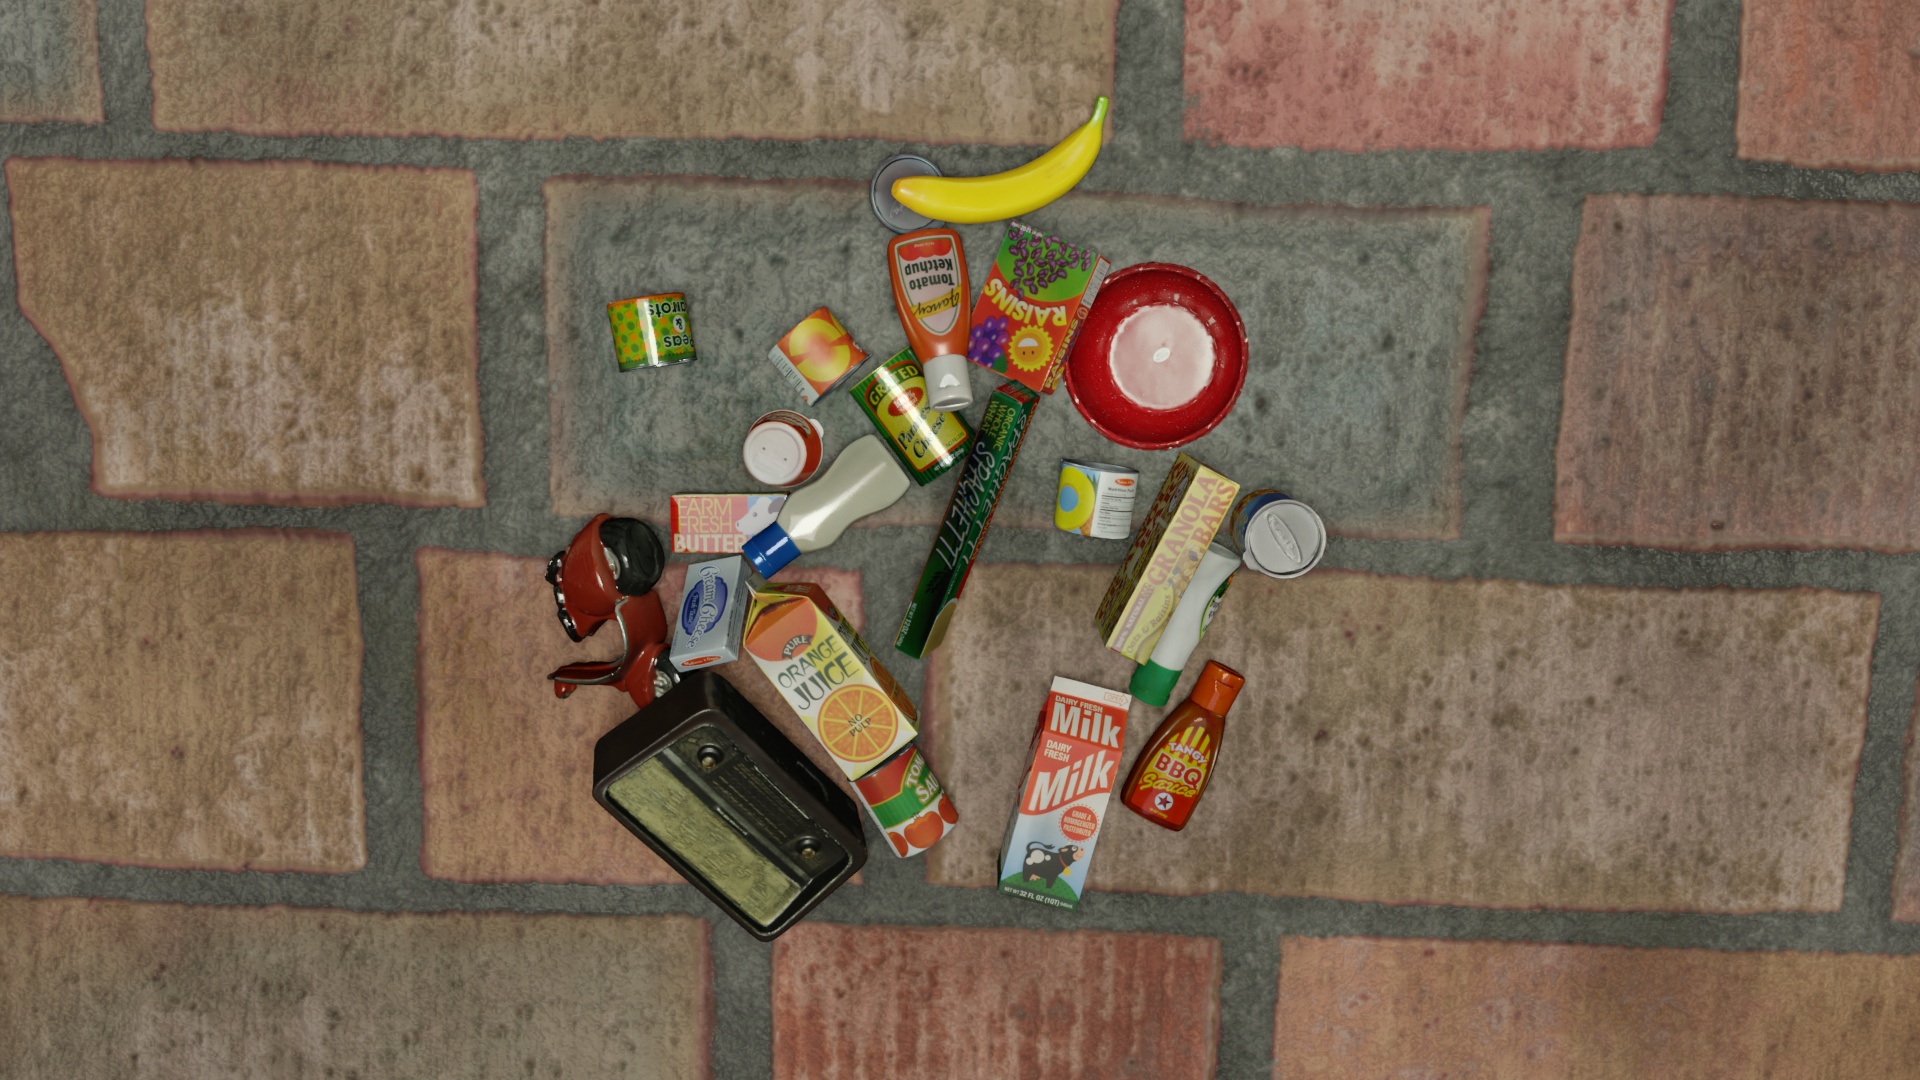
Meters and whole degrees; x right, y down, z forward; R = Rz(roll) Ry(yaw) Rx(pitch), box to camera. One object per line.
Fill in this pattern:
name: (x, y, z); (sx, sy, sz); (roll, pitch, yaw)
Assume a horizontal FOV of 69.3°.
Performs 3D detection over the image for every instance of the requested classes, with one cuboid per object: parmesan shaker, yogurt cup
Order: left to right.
yogurt cup: (-0.154, -0.076, 1.187); (0.072, 0.054, 0.072); (0, 98, 2)
parmesan shaker: (-0.036, -0.106, 1.174); (0.071, 0.071, 0.103); (-37, 96, 6)

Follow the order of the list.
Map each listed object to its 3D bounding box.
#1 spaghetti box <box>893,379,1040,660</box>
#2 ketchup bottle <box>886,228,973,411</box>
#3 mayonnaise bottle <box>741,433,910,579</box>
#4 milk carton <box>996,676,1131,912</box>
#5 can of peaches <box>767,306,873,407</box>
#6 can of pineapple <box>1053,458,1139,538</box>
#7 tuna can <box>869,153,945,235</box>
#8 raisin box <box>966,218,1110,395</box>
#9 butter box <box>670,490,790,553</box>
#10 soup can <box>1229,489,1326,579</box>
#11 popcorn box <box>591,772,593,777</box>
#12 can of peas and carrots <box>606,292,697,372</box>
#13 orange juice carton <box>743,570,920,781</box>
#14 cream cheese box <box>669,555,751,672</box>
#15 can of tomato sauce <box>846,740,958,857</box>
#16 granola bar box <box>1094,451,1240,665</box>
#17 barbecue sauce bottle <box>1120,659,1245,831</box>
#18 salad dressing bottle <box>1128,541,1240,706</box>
spaghetti box: (0.004, -0.015, 1.165); (0.029, 0.050, 0.249); (27, 111, 14)
ketchup bottle: (-0.019, -0.181, 1.146); (0.065, 0.043, 0.149); (-9, 77, -3)
mayonnaise bottle: (-0.117, -0.025, 1.184); (0.148, 0.041, 0.064); (-38, 94, -7)
milk carton: (0.090, 0.216, 1.211); (0.072, 0.073, 0.190); (15, 97, -1)
can of peaches: (-0.118, -0.156, 1.170); (0.071, 0.071, 0.058); (-41, 95, 6)
can of pineapple: (0.114, -0.036, 1.182); (0.071, 0.071, 0.057); (8, 98, 0)
tuna can: (-0.040, -0.288, 1.166); (0.071, 0.033, 0.071); (0, 98, 1)
raisin box: (0.060, -0.194, 1.163); (0.086, 0.040, 0.123); (26, 98, 16)
butter box: (-0.200, -0.016, 1.211); (0.103, 0.024, 0.053); (0, 97, 1)
soup can: (0.264, -0.006, 1.172); (0.071, 0.084, 0.071); (0, 98, 2)
popcorn box: (-0.250, 0.195, 1.233); (0.126, 0.038, 0.085); (-39, 97, 6)
can of peas and carrots: (-0.258, -0.175, 1.168); (0.071, 0.071, 0.058); (-10, 97, 3)
orange juice carton: (-0.121, 0.105, 1.201); (0.073, 0.072, 0.192); (-37, 96, 5)
cream cheese box: (-0.212, 0.062, 1.183); (0.053, 0.104, 0.024); (-11, 136, 14)
can of tomato sauce: (-0.048, 0.225, 1.218); (0.071, 0.071, 0.083); (-31, 97, 5)
granola bar box: (0.169, 0.012, 1.156); (0.039, 0.124, 0.165); (26, 98, -3)
barbecue sauce bottle: (0.200, 0.177, 1.219); (0.065, 0.044, 0.148); (26, 97, -2)
salad dressing bottle: (0.191, 0.072, 1.199); (0.044, 0.064, 0.147); (27, 106, 13)
